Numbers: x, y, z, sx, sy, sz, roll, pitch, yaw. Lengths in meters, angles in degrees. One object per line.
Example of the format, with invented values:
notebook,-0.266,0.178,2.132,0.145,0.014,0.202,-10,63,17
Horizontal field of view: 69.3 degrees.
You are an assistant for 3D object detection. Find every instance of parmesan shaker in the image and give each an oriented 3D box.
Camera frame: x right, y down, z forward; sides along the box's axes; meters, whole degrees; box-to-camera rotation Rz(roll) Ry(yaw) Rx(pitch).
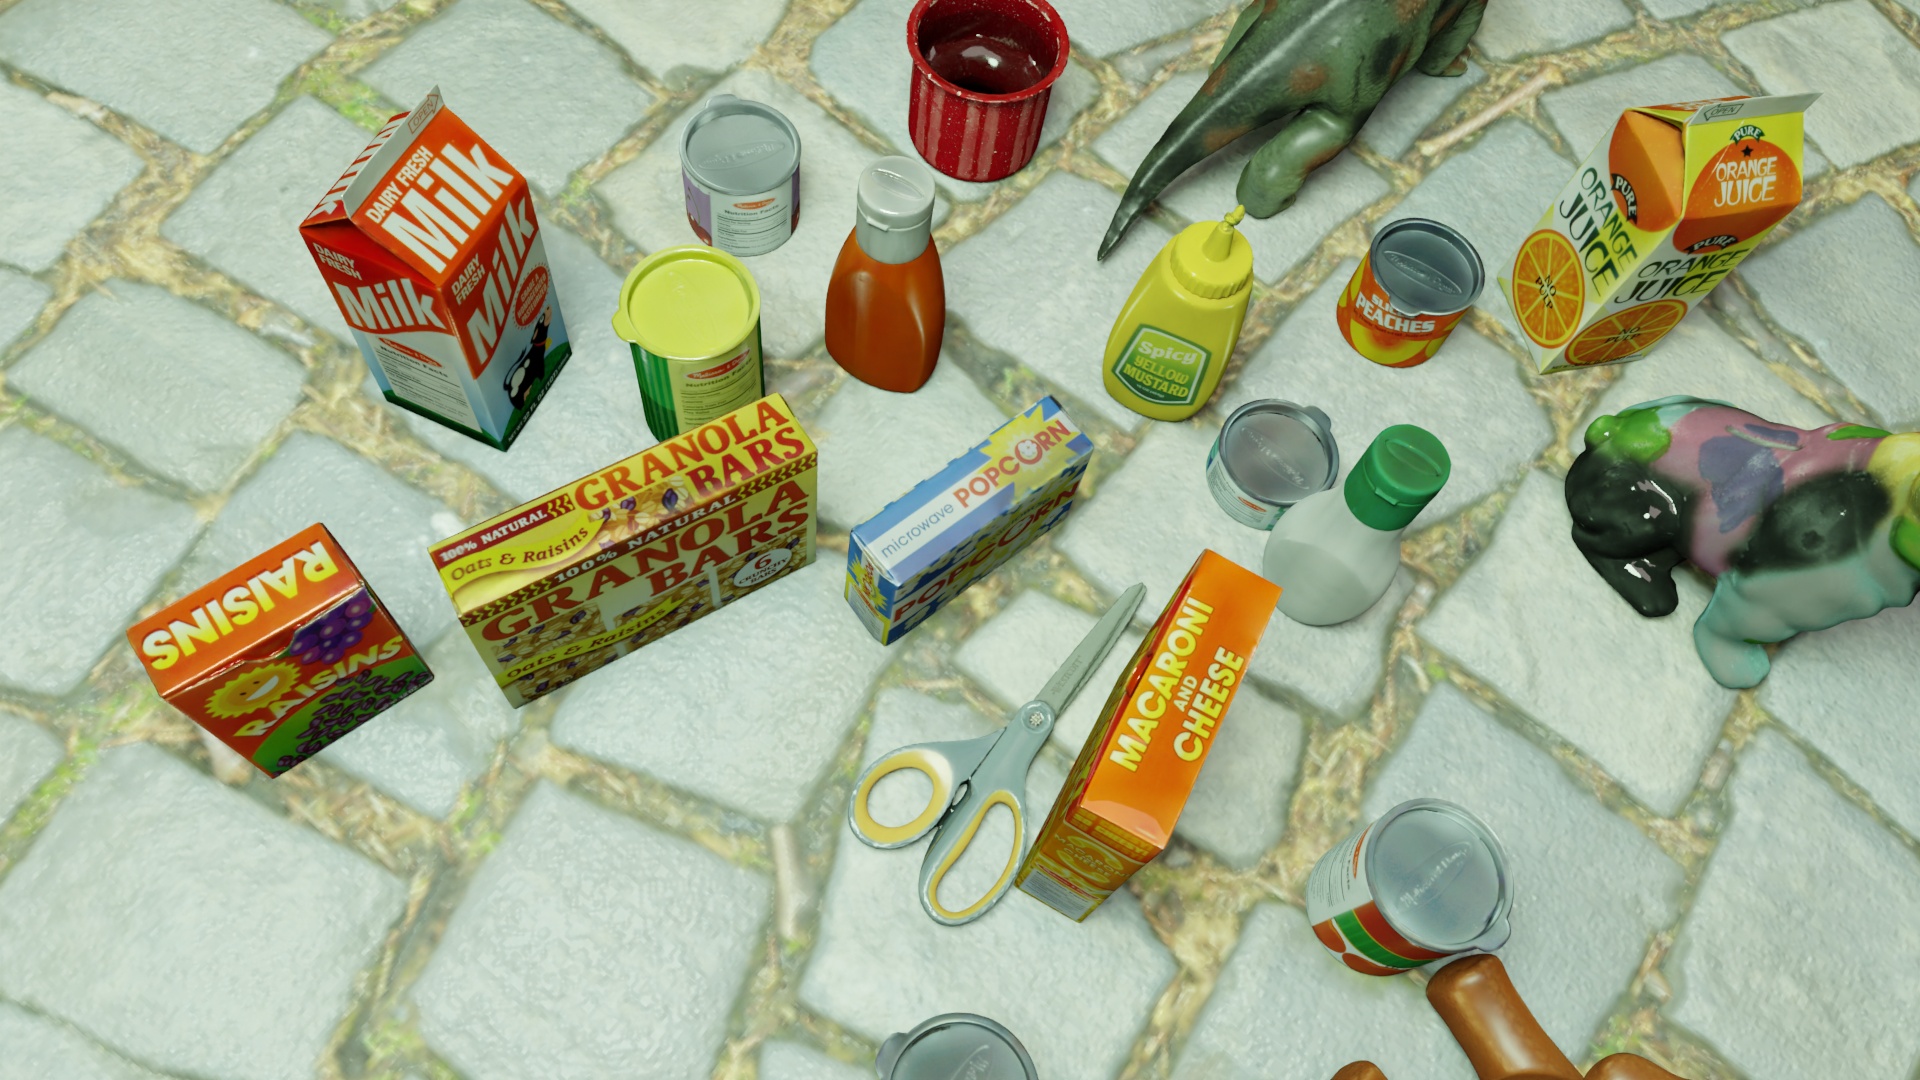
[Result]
parmesan shaker,-0.136,-0.092,0.704,0.071,0.102,0.071,3,65,-5

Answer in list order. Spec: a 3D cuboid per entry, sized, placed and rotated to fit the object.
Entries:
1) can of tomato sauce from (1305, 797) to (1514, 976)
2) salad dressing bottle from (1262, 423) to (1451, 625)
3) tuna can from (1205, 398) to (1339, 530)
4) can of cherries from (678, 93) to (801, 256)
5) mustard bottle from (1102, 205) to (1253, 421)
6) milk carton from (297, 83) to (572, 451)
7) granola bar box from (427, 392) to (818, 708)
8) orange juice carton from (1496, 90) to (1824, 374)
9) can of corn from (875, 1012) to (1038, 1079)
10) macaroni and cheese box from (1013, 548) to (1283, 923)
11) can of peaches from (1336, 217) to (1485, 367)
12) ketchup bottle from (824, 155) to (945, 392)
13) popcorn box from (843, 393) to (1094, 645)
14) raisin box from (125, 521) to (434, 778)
can of tomato sauce,0.204,0.162,0.636,0.071,0.082,0.071,3,65,-5
salad dressing bottle,0.192,-0.005,0.677,0.064,0.147,0.044,35,67,10
tuna can,0.170,-0.042,0.755,0.071,0.032,0.071,3,65,-5
can of cherries,-0.123,-0.206,0.784,0.071,0.058,0.072,3,65,-5
mustard bottle,0.116,-0.120,0.715,0.065,0.159,0.049,22,65,4
milk carton,-0.247,-0.127,0.660,0.073,0.189,0.072,23,65,5
granola bar box,-0.148,0.006,0.645,0.166,0.123,0.039,-27,71,-17
orange juice carton,0.376,-0.173,0.752,0.072,0.191,0.073,-9,67,-10
can of corn,-0.005,0.237,0.590,0.071,0.058,0.071,3,65,-5
macaroni and cheese box,0.077,0.091,0.608,0.040,0.165,0.124,28,65,6
can of peaches,0.255,-0.140,0.797,0.071,0.057,0.071,3,65,-5
ketchup bottle,-0.037,-0.134,0.710,0.065,0.148,0.044,27,65,6
popcorn box,0.002,-0.009,0.691,0.127,0.085,0.038,-35,74,-20
raisin box,-0.292,0.052,0.608,0.086,0.123,0.040,-33,73,-19
